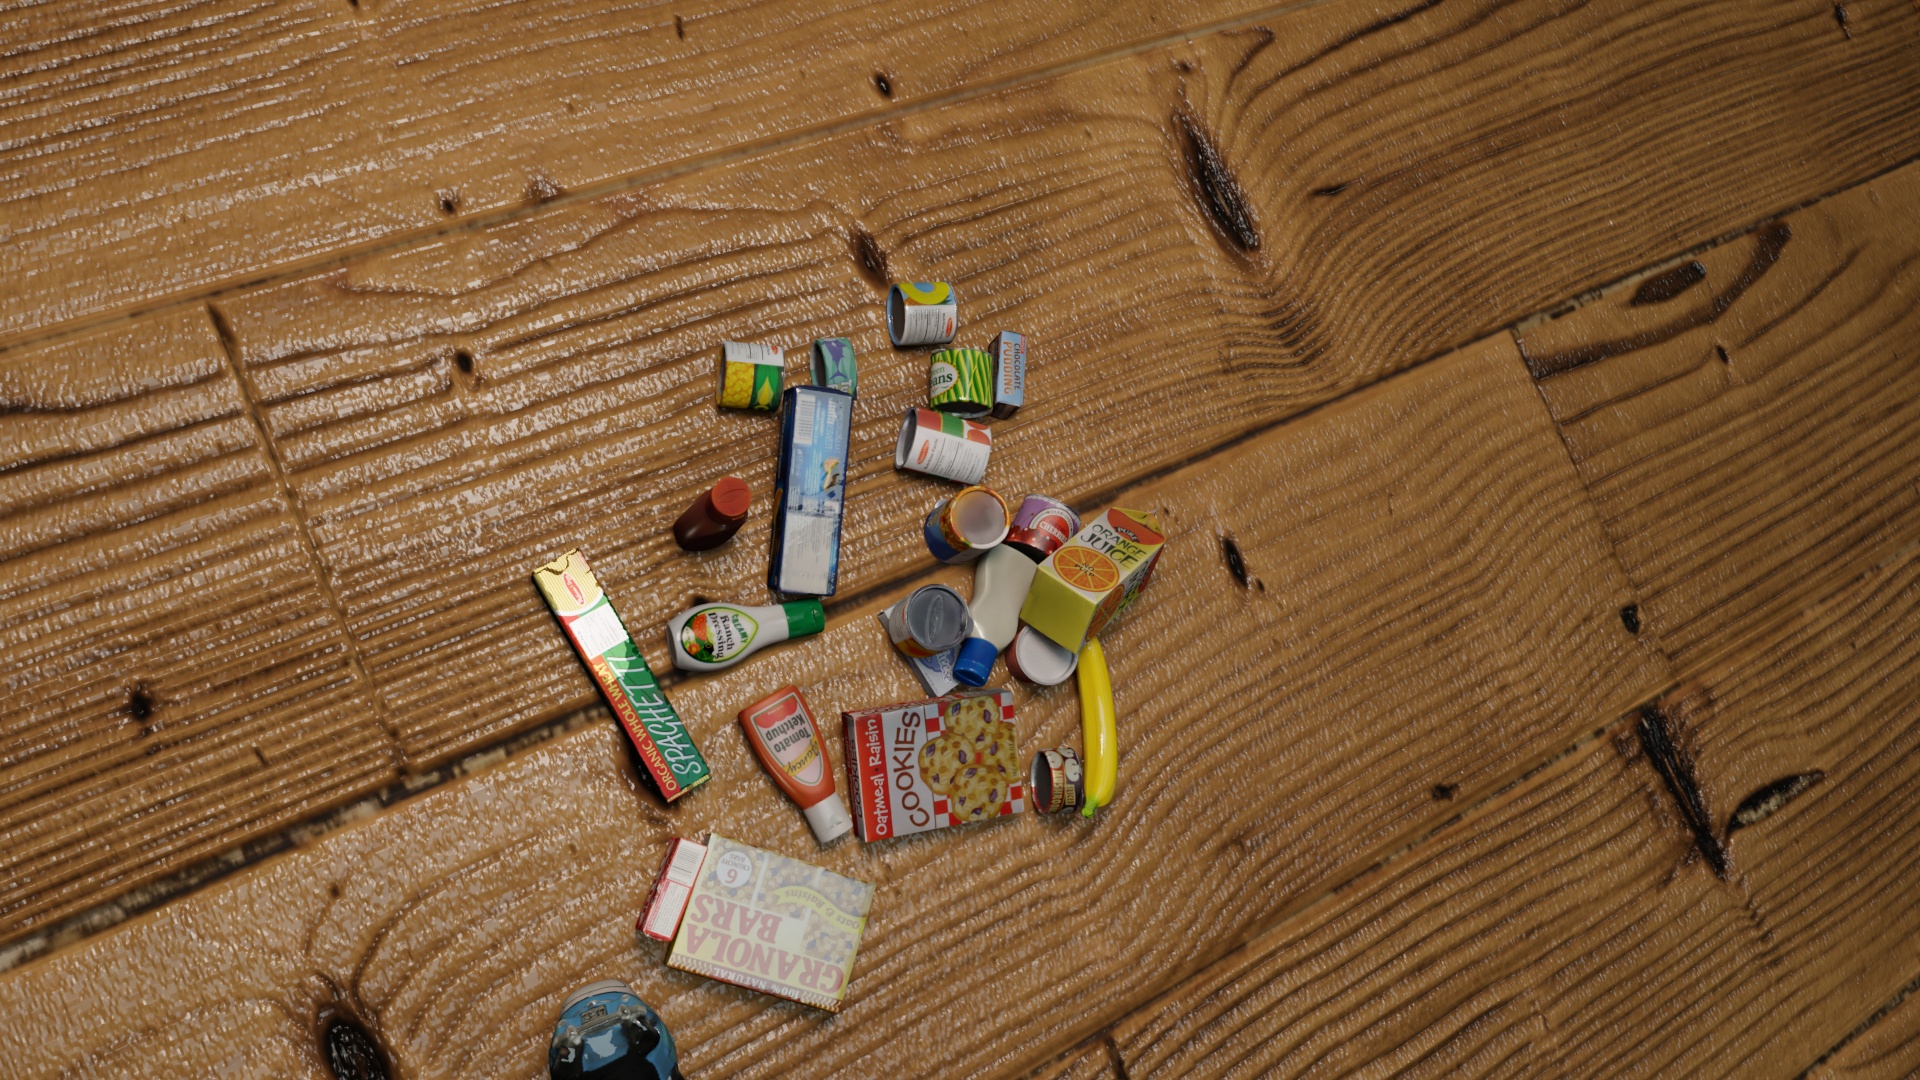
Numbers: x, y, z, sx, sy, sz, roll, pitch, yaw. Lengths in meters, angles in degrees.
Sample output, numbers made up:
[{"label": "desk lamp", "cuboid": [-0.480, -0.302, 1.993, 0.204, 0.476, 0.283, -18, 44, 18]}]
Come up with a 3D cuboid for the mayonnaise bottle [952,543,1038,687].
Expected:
[{"label": "mayonnaise bottle", "cuboid": [0.032, 0.077, 1.412, 0.065, 0.041, 0.149, 31, 58, -15]}]

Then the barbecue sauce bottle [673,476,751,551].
[{"label": "barbecue sauce bottle", "cuboid": [-0.227, -0.025, 1.297, 0.065, 0.148, 0.043, -21, 87, -22]}]

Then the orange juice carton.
[{"label": "orange juice carton", "cuboid": [0.147, 0.031, 1.430, 0.073, 0.071, 0.194, 33, 40, 19]}]

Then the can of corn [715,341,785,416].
[{"label": "can of corn", "cuboid": [-0.210, -0.161, 1.380, 0.058, 0.071, 0.071, 4, 77, -19]}]

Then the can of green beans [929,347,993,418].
[{"label": "can of green beans", "cuboid": [0.001, -0.164, 1.456, 0.071, 0.071, 0.058, 5, 77, -19]}]

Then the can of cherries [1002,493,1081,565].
[{"label": "can of cherries", "cuboid": [0.086, -0.007, 1.449, 0.071, 0.071, 0.058, 32, 70, -11]}]

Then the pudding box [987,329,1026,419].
[{"label": "pudding box", "cuboid": [0.048, -0.177, 1.484, 0.030, 0.049, 0.084, 9, 76, -17]}]

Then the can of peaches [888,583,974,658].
[{"label": "can of peaches", "cuboid": [-0.030, 0.081, 1.367, 0.071, 0.058, 0.071, 5, 76, -20]}]

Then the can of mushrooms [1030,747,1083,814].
[{"label": "can of mushrooms", "cuboid": [0.097, 0.243, 1.397, 0.033, 0.071, 0.071, 3, 78, -18]}]

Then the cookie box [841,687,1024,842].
[{"label": "cookie box", "cuboid": [-0.027, 0.218, 1.364, 0.168, 0.040, 0.123, -7, 93, -21]}]

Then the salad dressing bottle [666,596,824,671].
[{"label": "salad dressing bottle", "cuboid": [-0.206, 0.085, 1.337, 0.148, 0.044, 0.064, -12, 84, -22]}]

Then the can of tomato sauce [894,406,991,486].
[{"label": "can of tomato sauce", "cuboid": [-0.018, -0.098, 1.435, 0.083, 0.071, 0.071, 13, 74, -17]}]

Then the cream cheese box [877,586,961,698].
[{"label": "cream cheese box", "cuboid": [-0.033, 0.104, 1.406, 0.053, 0.024, 0.104, -33, 91, -24]}]

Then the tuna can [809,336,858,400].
[{"label": "tuna can", "cuboid": [-0.129, -0.171, 1.409, 0.033, 0.071, 0.071, -8, 81, -20]}]

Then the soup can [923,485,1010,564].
[{"label": "soup can", "cuboid": [0.005, -0.018, 1.415, 0.071, 0.083, 0.071, 4, 77, -19]}]

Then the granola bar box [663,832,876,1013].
[{"label": "granola bar box", "cuboid": [-0.176, 0.355, 1.290, 0.165, 0.039, 0.124, 21, 71, -15]}]

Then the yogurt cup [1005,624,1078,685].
[{"label": "yogurt cup", "cuboid": [0.080, 0.117, 1.428, 0.072, 0.053, 0.072, 4, 77, -19]}]

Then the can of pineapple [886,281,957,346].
[{"label": "can of pineapple", "cuboid": [-0.042, -0.239, 1.458, 0.058, 0.071, 0.071, -6, 80, -21]}]

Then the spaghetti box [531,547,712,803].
[{"label": "spaghetti box", "cuboid": [-0.316, 0.127, 1.295, 0.050, 0.028, 0.250, -30, 90, -23]}]

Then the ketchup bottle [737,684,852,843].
[{"label": "ketchup bottle", "cuboid": [-0.153, 0.216, 1.328, 0.065, 0.043, 0.149, -28, 89, -23]}]
